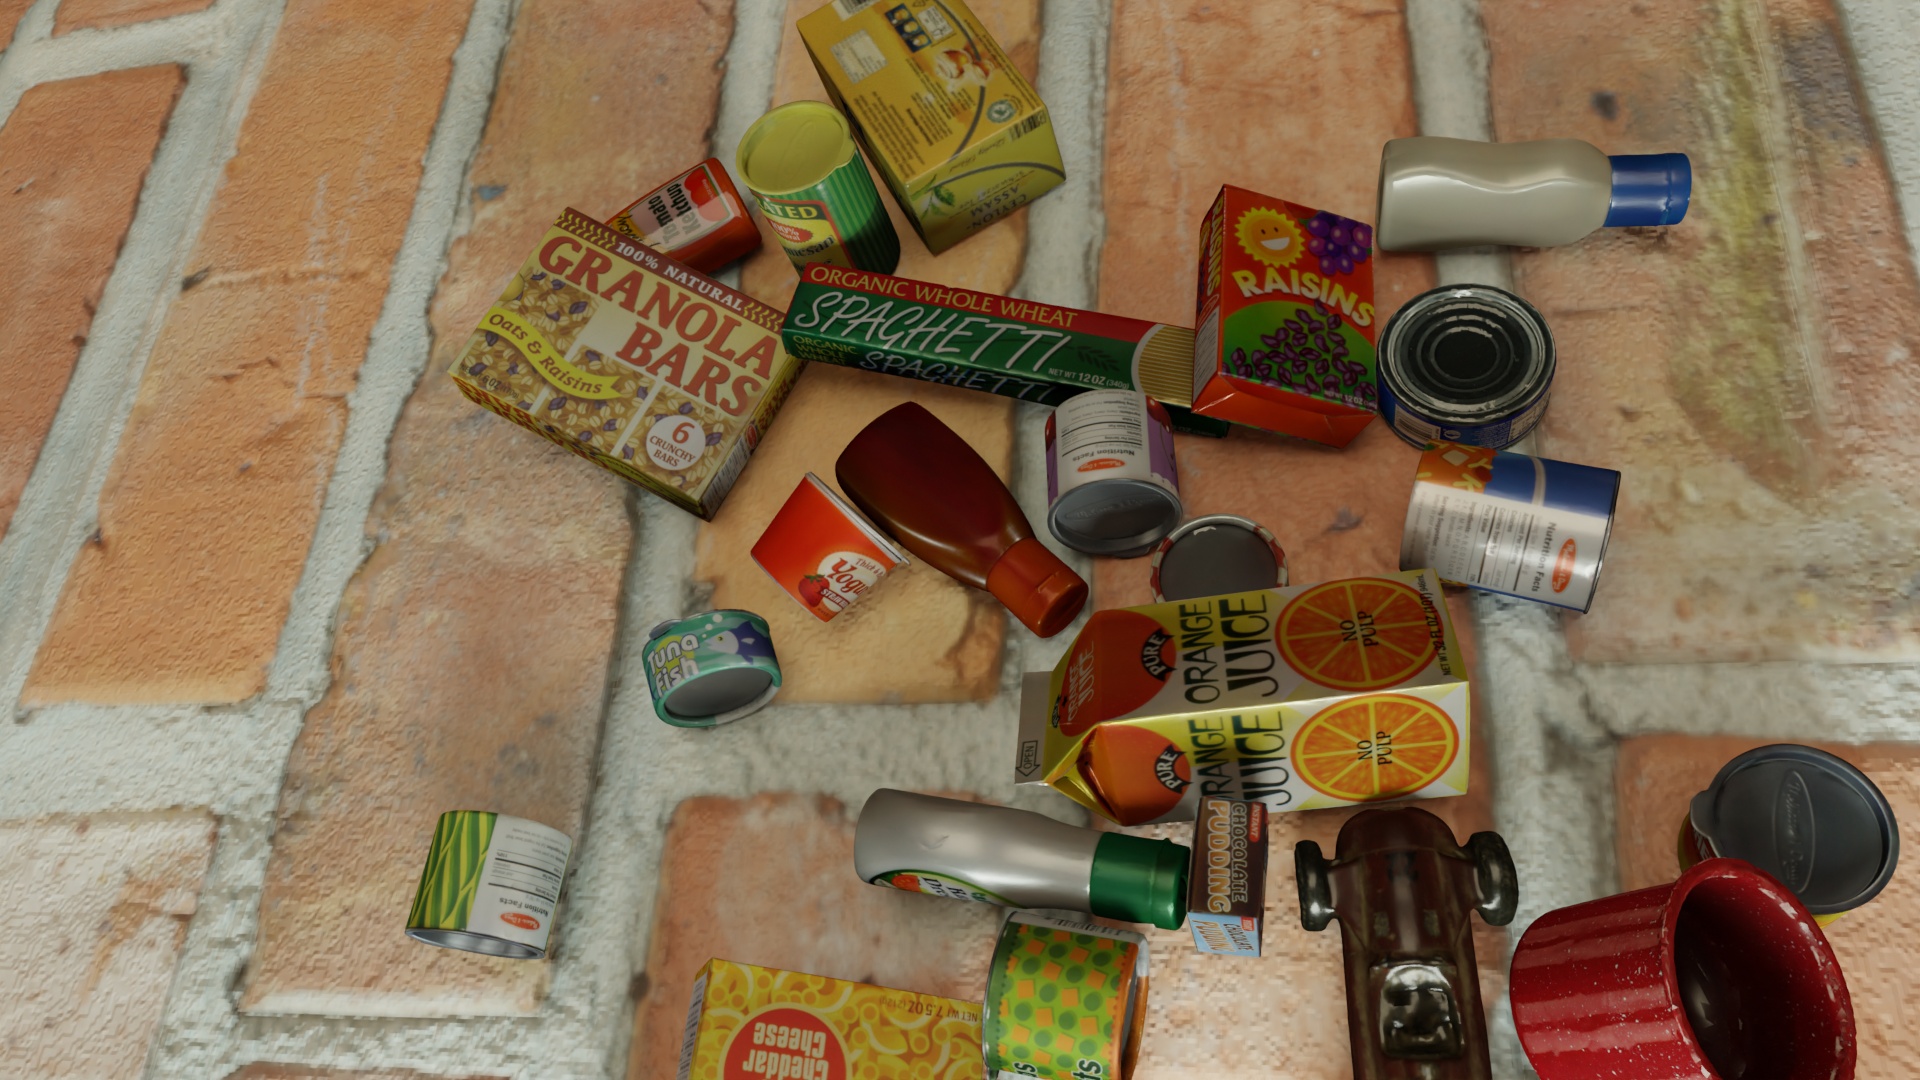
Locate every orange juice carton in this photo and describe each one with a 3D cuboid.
[{"bbox_3d":[0.120,0.072,0.617,0.193,0.072,0.072,-8,39,11],"label":"orange juice carton"}]

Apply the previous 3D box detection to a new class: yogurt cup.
[{"bbox_3d":[-0.072,0.005,0.722,0.054,0.072,0.072,-47,61,-2],"label":"yogurt cup"}]

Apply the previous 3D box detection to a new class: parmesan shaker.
[{"bbox_3d":[-0.077,-0.193,0.803,0.071,0.102,0.071,-7,62,13],"label":"parmesan shaker"}]

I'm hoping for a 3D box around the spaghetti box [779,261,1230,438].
[{"bbox_3d":[0.026,-0.104,0.751,0.250,0.028,0.050,12,66,11],"label":"spaghetti box"}]

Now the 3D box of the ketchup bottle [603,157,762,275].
[{"bbox_3d":[-0.201,-0.177,0.863,0.149,0.043,0.065,-29,65,0],"label":"ketchup bottle"}]

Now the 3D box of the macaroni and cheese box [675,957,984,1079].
[{"bbox_3d":[-0.059,0.264,0.556,0.124,0.040,0.167,14,59,-14],"label":"macaroni and cheese box"}]

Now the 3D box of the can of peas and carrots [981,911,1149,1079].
[{"bbox_3d":[0.045,0.197,0.587,0.059,0.070,0.071,5,65,17],"label":"can of peas and carrots"}]

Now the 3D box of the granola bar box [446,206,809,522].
[{"bbox_3d":[-0.186,-0.103,0.795,0.166,0.039,0.124,27,72,7],"label":"granola bar box"}]

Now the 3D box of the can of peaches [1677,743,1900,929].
[{"bbox_3d":[0.325,0.121,0.555,0.071,0.058,0.071,-7,62,13],"label":"can of peaches"}]

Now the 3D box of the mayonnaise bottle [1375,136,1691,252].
[{"bbox_3d":[0.294,-0.180,0.721,0.148,0.064,0.041,1,60,11],"label":"mayonnaise bottle"}]

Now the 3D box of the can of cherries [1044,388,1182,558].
[{"bbox_3d":[0.076,-0.033,0.699,0.071,0.071,0.059,-8,55,11],"label":"can of cherries"}]

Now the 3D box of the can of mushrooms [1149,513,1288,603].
[{"bbox_3d":[0.127,0.024,0.674,0.071,0.033,0.071,-6,62,11],"label":"can of mushrooms"}]

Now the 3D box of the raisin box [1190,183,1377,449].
[{"bbox_3d":[0.165,-0.116,0.711,0.086,0.040,0.124,13,60,-8],"label":"raisin box"}]

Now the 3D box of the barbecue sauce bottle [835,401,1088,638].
[{"bbox_3d":[0.003,-0.009,0.720,0.065,0.043,0.149,-41,61,-12],"label":"barbecue sauce bottle"}]

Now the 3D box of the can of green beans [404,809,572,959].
[{"bbox_3d":[-0.229,0.168,0.677,0.071,0.071,0.058,0,63,15],"label":"can of green beans"}]

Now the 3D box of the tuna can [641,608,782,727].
[{"bbox_3d":[-0.126,0.065,0.700,0.071,0.071,0.033,-23,61,3],"label":"tuna can"}]

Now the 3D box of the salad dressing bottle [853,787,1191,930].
[{"bbox_3d":[0.027,0.143,0.619,0.147,0.064,0.044,5,69,21],"label":"salad dressing bottle"}]

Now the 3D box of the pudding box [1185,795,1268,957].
[{"bbox_3d":[0.114,0.143,0.587,0.030,0.083,0.050,3,64,14],"label":"pudding box"}]

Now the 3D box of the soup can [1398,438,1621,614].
[{"bbox_3d":[0.252,-0.009,0.640,0.084,0.071,0.071,13,68,22],"label":"soup can"}]
